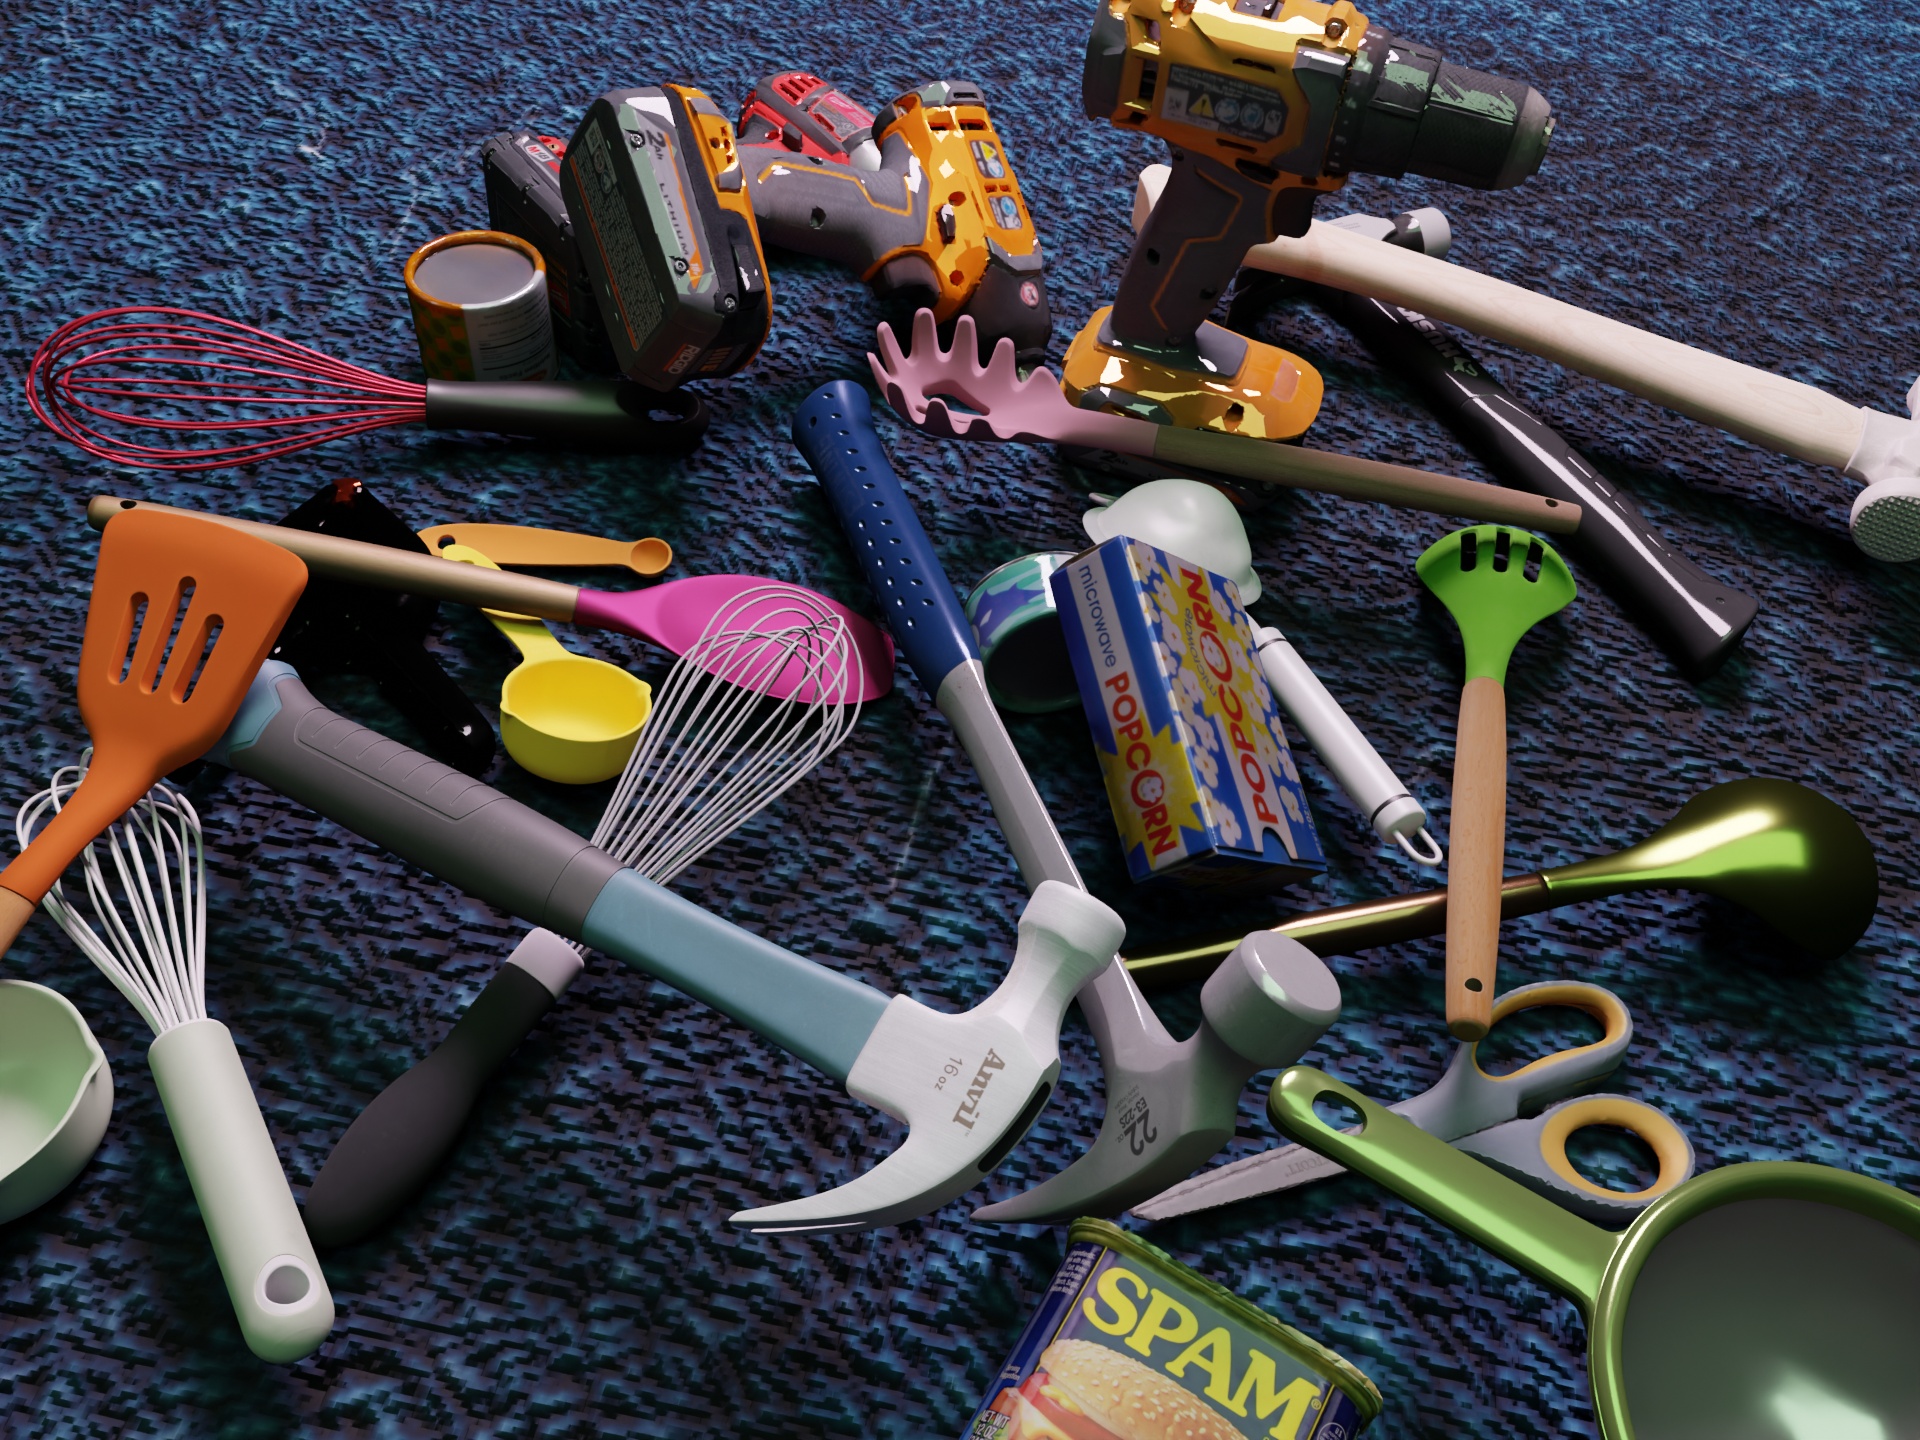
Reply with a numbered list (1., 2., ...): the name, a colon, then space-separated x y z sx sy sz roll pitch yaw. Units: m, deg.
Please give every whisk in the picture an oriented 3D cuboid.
1. whisk: -0.124 0.061 0.558 0.070 0.070 0.285 27 62 17
2. whisk: -0.255 0.100 0.520 0.057 0.059 0.247 -9 48 -40
3. whisk: -0.264 -0.145 0.729 0.295 0.073 0.073 0 50 -13

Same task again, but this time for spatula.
1. spatula: -0.312 0.071 0.489 0.081 0.041 0.323 16 59 11

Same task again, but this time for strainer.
1. strainer: 0.204 0.188 0.478 0.256 0.069 0.151 28 55 19
2. strainer: 0.125 -0.036 0.664 0.086 0.050 0.259 1 43 -34

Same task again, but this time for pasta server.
1. pasta server: 0.114 -0.123 0.699 0.316 0.040 0.060 12 52 6

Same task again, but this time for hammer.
1. hammer: 0.282 -0.204 0.794 0.411 0.038 0.146 24 50 14
2. hammer: -0.122 0.053 0.508 0.331 0.033 0.128 23 71 22
3. hammer: 0.265 -0.146 0.789 0.146 0.035 0.335 -17 54 -19
4. hammer: -0.001 -0.002 0.601 0.035 0.144 0.406 14 34 -34

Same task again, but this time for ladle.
1. ladle: 0.190 0.077 0.597 0.320 0.062 0.078 -10 46 -4

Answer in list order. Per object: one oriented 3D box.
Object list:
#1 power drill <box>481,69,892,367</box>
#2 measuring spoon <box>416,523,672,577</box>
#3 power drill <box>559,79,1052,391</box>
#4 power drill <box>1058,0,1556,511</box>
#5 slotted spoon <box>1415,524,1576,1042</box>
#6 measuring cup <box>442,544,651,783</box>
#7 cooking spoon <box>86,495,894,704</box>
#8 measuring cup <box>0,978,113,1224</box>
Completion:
1. power drill: -0.124 -0.270 0.836 0.219 0.078 0.143 -28 58 -29
2. measuring spoon: -0.185 -0.074 0.706 0.117 0.011 0.021 4 60 3
3. power drill: -0.056 -0.217 0.751 0.226 0.084 0.164 -16 83 -36
4. power drill: 0.137 -0.201 0.697 0.185 0.226 0.084 18 51 10
5. slotted spoon: 0.207 0.004 0.626 0.070 0.031 0.314 10 41 13
6. measuring cup: -0.180 -0.025 0.654 0.062 0.029 0.157 -11 39 -37
7. cooking spoon: -0.182 -0.052 0.645 0.318 0.017 0.069 11 46 -12
8. measuring cup: -0.299 0.159 0.480 0.083 0.038 0.168 -10 54 -13
